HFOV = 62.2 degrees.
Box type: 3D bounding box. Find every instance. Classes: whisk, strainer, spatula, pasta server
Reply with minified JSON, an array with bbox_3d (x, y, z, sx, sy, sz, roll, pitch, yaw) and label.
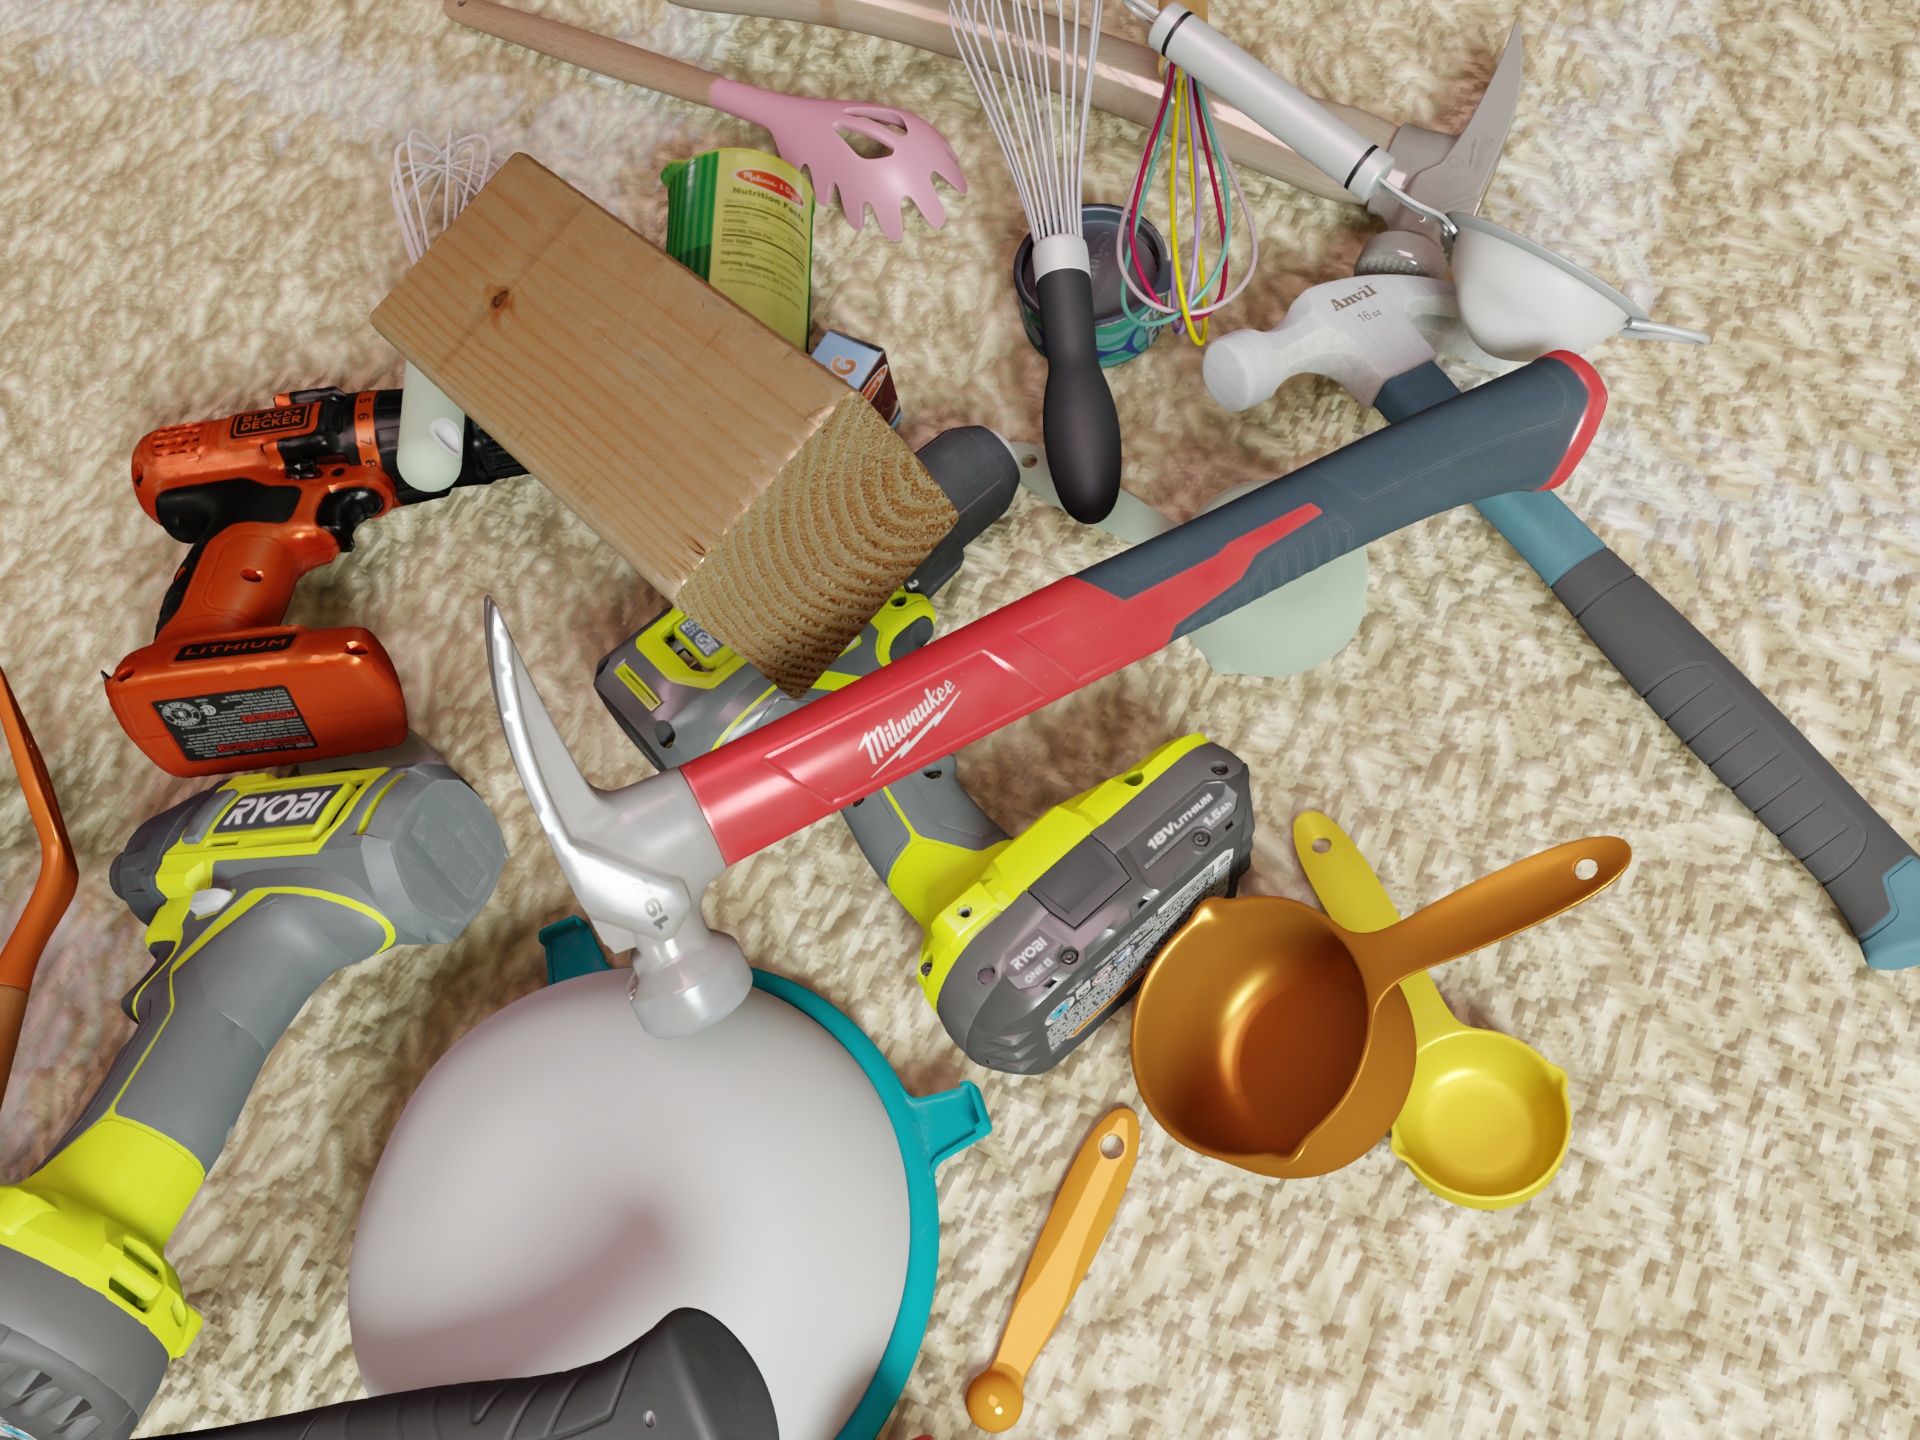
[{"bbox_3d":[0.038,-0.214,0.645,0.070,0.070,0.285,-8,77,6],"label":"whisk"},{"bbox_3d":[-0.230,-0.187,0.703,0.059,0.057,0.247,-29,48,19],"label":"whisk"},{"bbox_3d":[0.092,-0.252,0.660,0.051,0.047,0.245,-27,48,43],"label":"whisk"},{"bbox_3d":[0.161,-0.202,0.606,0.258,0.087,0.050,40,104,9],"label":"strainer"},{"bbox_3d":[-0.359,0.120,0.570,0.041,0.081,0.323,2,52,-12],"label":"spatula"},{"bbox_3d":[-0.146,0.216,0.495,0.211,0.095,0.340,18,65,22],"label":"strainer"},{"bbox_3d":[-0.137,-0.310,0.783,0.316,0.040,0.060,26,73,23],"label":"pasta server"}]

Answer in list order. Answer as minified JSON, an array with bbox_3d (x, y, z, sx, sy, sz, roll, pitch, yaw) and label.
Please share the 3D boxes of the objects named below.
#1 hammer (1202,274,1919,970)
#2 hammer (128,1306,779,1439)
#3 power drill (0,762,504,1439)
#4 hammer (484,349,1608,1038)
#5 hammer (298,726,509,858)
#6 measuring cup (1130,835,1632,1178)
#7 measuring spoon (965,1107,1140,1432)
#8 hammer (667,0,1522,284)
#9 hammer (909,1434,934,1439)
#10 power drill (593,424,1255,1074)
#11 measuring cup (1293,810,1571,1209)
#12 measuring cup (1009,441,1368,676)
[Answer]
[{"bbox_3d":[0.237,-0.045,0.586,0.128,0.033,0.331,-27,68,-23],"label":"hammer"},{"bbox_3d":[-0.194,0.222,0.459,0.335,0.035,0.146,-18,67,25],"label":"hammer"},{"bbox_3d":[-0.267,0.110,0.516,0.171,0.080,0.223,-6,41,28],"label":"power drill"},{"bbox_3d":[0.046,-0.049,0.515,0.386,0.038,0.143,-27,108,-14],"label":"hammer"},{"bbox_3d":[-0.323,0.169,0.598,0.149,0.036,0.409,21,72,16],"label":"hammer"},{"bbox_3d":[0.140,0.088,0.515,0.173,0.052,0.095,-31,49,22],"label":"measuring cup"},{"bbox_3d":[0.033,0.185,0.543,0.021,0.011,0.117,23,72,18],"label":"measuring spoon"},{"bbox_3d":[0.045,-0.311,0.728,0.411,0.038,0.146,23,70,13],"label":"hammer"},{"bbox_3d":[0.069,0.364,0.419,0.149,0.036,0.359,-28,74,-3],"label":"hammer"},{"bbox_3d":[-0.001,-0.002,0.597,0.190,0.080,0.229,-40,64,-14],"label":"power drill"},{"bbox_3d":[0.157,0.098,0.559,0.062,0.029,0.157,-25,53,3],"label":"measuring cup"},{"bbox_3d":[0.084,-0.080,0.636,0.168,0.038,0.083,30,75,18],"label":"measuring cup"}]
